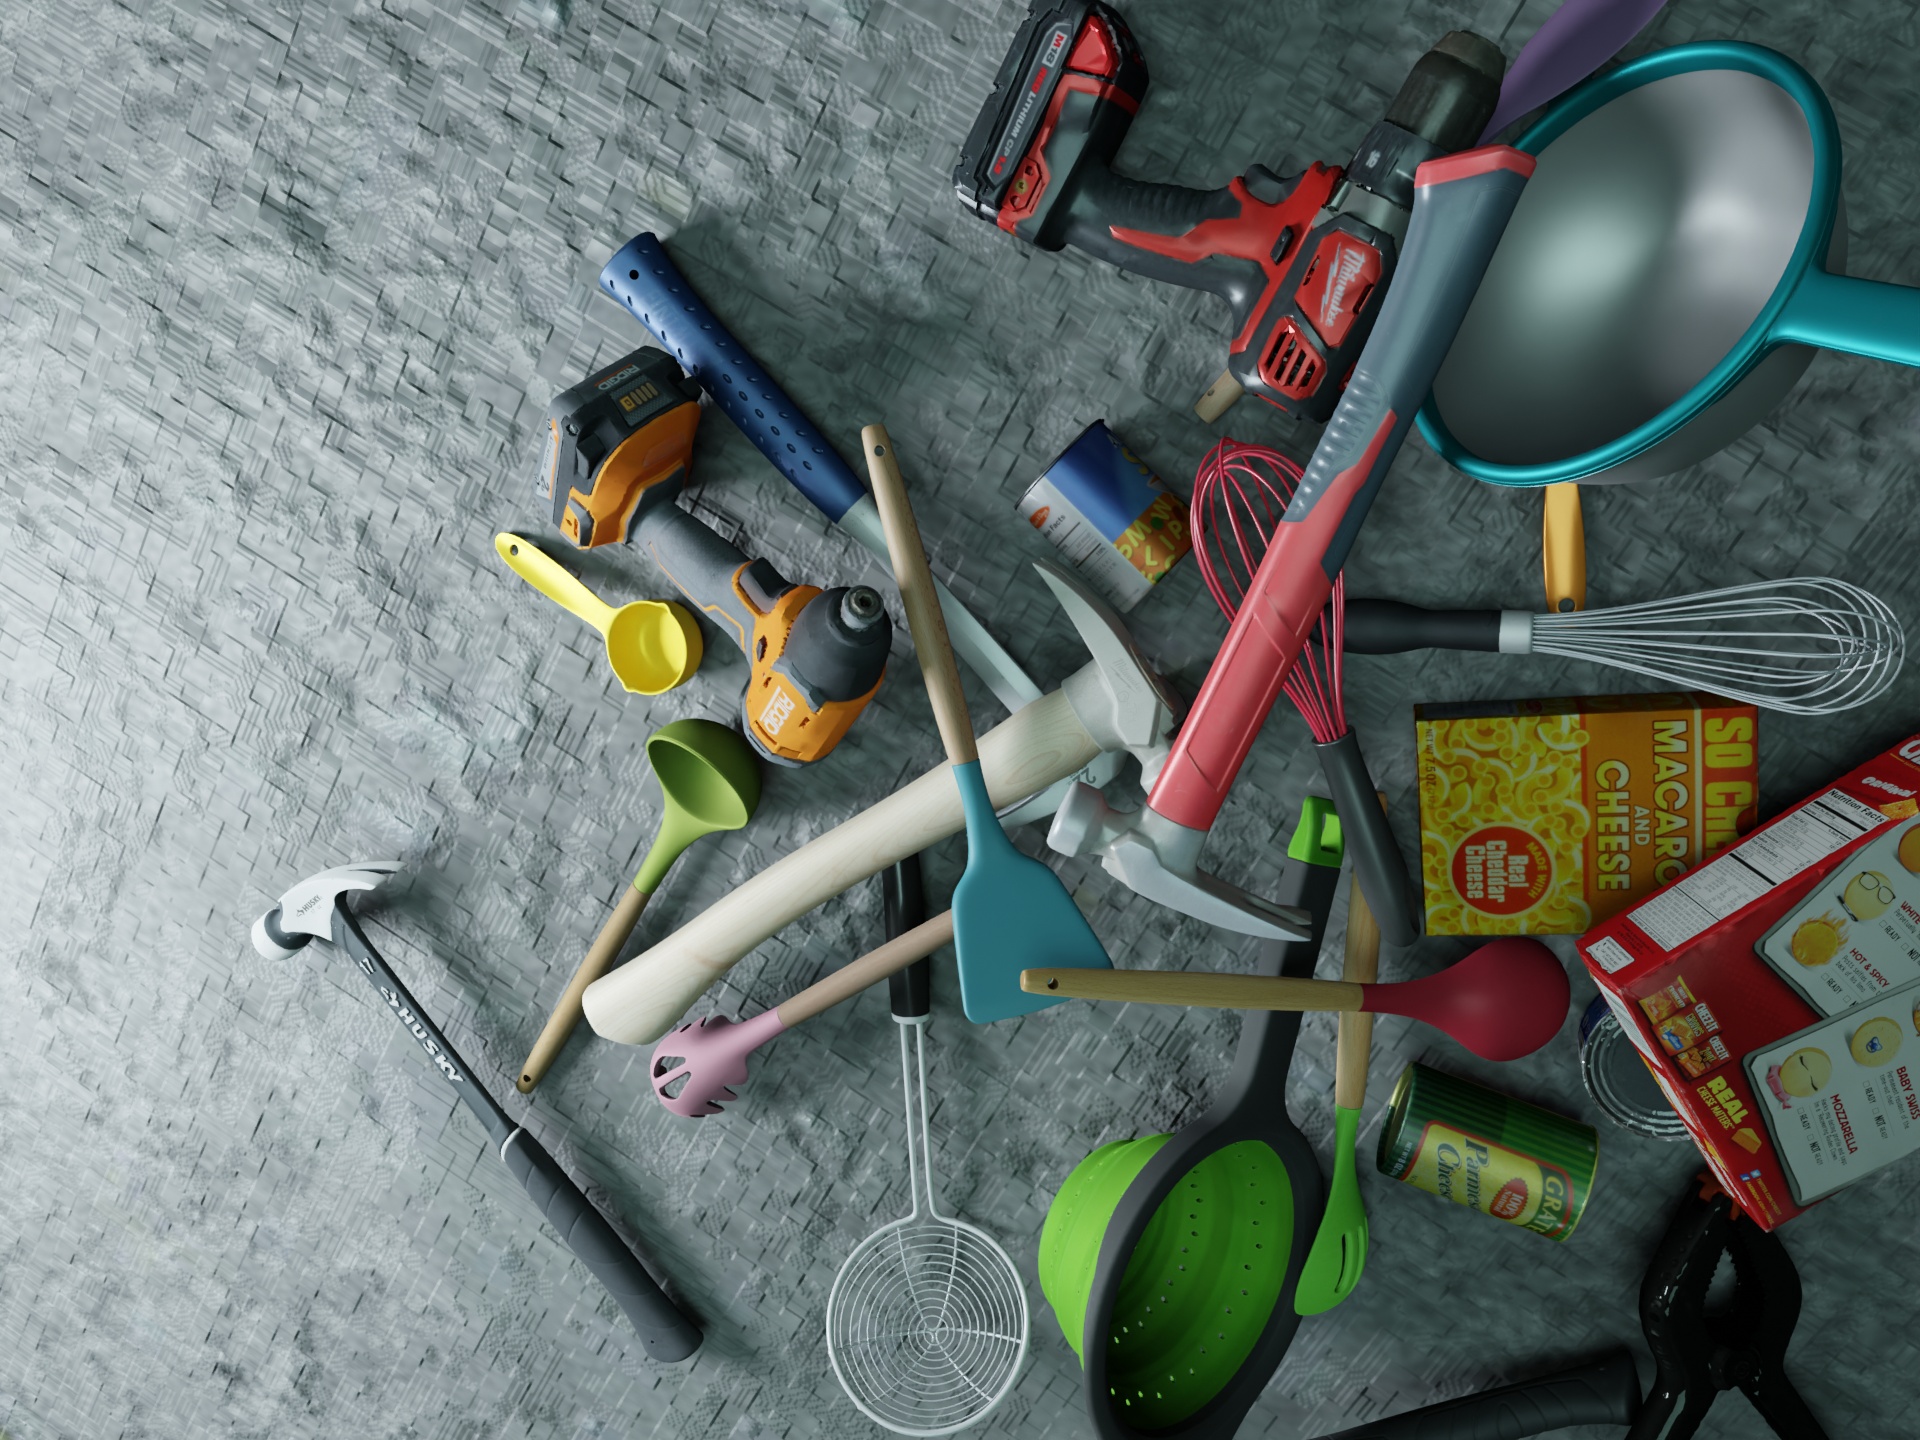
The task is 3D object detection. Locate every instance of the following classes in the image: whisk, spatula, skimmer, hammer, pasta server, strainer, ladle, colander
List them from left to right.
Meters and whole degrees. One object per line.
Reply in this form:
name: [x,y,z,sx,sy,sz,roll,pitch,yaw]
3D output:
hammer: [-0.306,0.265,1.059,0.149,0.036,0.409,-33,97,36]
ladle: [-0.217,0.128,1.001,0.078,0.062,0.320,36,113,6]
pasta server: [-0.081,0.165,0.955,0.316,0.040,0.060,-32,74,27]
hammer: [-0.067,0.069,0.915,0.410,0.038,0.146,-32,92,20]
hammer: [-0.059,-0.109,0.907,0.144,0.035,0.405,-42,91,20]
skimmer: [-0.027,0.246,0.960,0.127,0.090,0.363,-3,103,4]
spatula: [-0.001,-0.003,0.839,0.082,0.044,0.317,-17,95,-5]
colander: [0.132,0.229,0.911,0.095,0.204,0.397,16,93,46]
ladle: [0.185,0.143,0.840,0.315,0.031,0.069,4,92,-11]
whisk: [0.189,-0.010,0.830,0.073,0.073,0.295,-18,105,19]
hammer: [0.178,-0.074,0.749,0.143,0.038,0.386,24,112,2]
hammer: [0.233,0.427,0.936,0.335,0.146,0.035,-18,100,7]
spatula: [0.232,-0.264,0.788,0.018,0.060,0.316,28,119,-34]
whisk: [0.317,-0.045,0.808,0.285,0.070,0.070,4,105,23]
strainer: [0.340,-0.165,0.672,0.095,0.341,0.211,22,101,-32]

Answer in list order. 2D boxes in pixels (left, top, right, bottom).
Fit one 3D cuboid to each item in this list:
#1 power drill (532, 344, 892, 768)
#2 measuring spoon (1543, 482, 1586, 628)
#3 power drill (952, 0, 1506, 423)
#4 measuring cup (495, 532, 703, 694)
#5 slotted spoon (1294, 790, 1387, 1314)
power drill: [-0.128,-0.090,0.868,0.226,0.084,0.164,48,150,3]
measuring spoon: [0.312,-0.102,0.821,0.021,0.011,0.117,-3,104,16]
power drill: [0.131,-0.276,0.776,0.227,0.080,0.188,32,110,12]
measuring cup: [-0.220,-0.072,0.971,0.156,0.029,0.062,35,112,17]
slotted spoon: [0.222,0.194,0.904,0.031,0.070,0.313,10,102,37]
